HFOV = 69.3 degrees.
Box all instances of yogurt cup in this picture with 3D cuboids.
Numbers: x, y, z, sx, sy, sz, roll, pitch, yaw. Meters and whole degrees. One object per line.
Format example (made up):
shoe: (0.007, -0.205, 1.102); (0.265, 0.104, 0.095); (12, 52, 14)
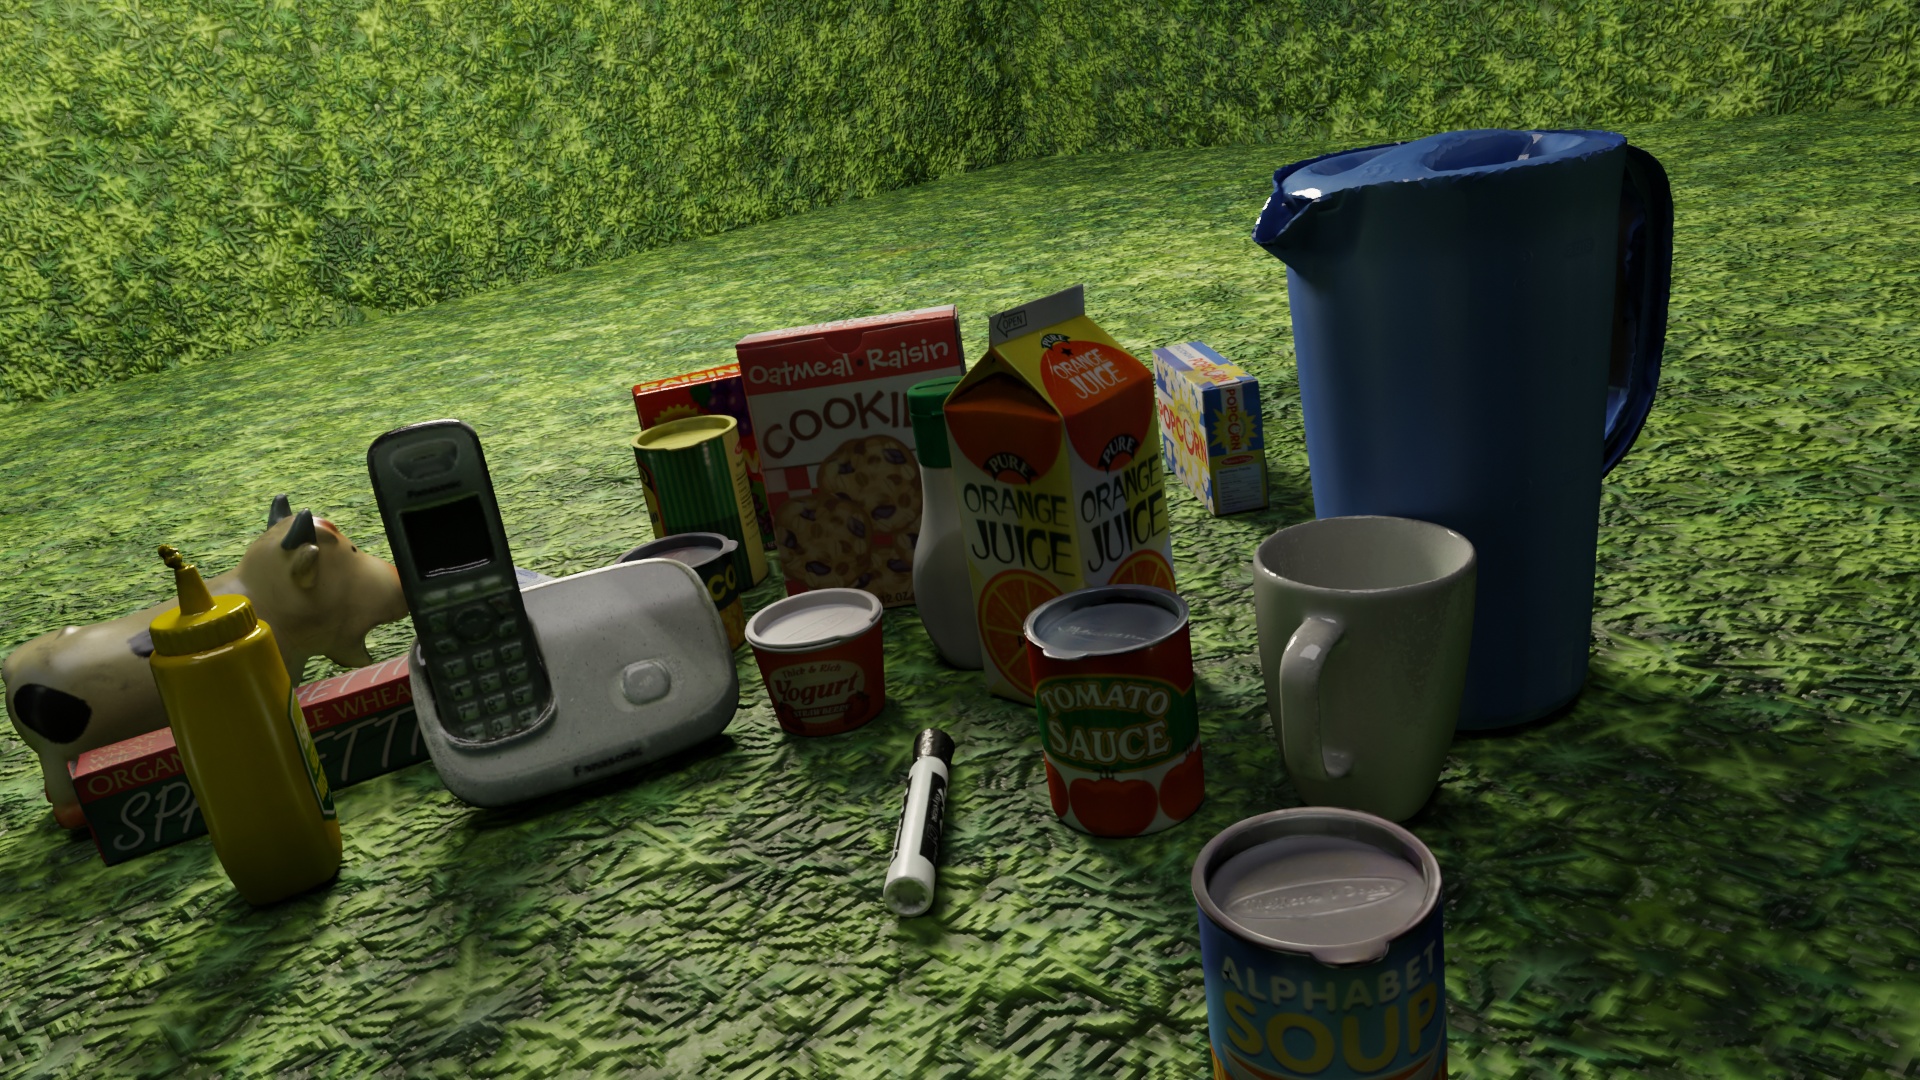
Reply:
yogurt cup: (-0.068, 0.061, 0.688); (0.072, 0.053, 0.072); (-8, 20, 3)

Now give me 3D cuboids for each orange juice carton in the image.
orange juice carton: (0.048, -0.020, 0.654); (0.073, 0.192, 0.072); (9, 27, 42)

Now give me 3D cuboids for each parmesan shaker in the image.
parmesan shaker: (-0.164, -0.019, 0.875); (0.071, 0.102, 0.071); (-8, 20, 3)

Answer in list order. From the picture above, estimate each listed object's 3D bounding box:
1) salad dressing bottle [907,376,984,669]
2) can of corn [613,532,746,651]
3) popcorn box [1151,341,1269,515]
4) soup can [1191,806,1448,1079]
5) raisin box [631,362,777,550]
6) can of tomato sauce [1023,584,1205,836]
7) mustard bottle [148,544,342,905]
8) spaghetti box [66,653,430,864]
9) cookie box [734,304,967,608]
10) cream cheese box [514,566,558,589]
salad dressing bottle: (0.003, -0.009, 0.710); (0.064, 0.147, 0.044); (-7, 20, 7)
can of corn: (-0.156, 0.034, 0.793); (0.071, 0.058, 0.071); (-8, 20, 3)
popcorn box: (0.163, -0.077, 0.916); (0.038, 0.085, 0.127); (-10, 20, -4)
soup can: (0.102, 0.129, 0.387); (0.071, 0.083, 0.071); (-8, 20, 3)
raisin box: (-0.164, -0.051, 0.930); (0.086, 0.123, 0.040); (-13, 20, -12)
can of tomato sauce: (0.063, 0.069, 0.566); (0.071, 0.082, 0.071); (-8, 20, 3)
mustard bottle: (-0.311, 0.076, 0.597); (0.049, 0.159, 0.065); (-17, 21, -22)
spaghetti box: (-0.306, 0.094, 0.706); (0.251, 0.050, 0.029); (-18, 22, -23)
cookie box: (-0.050, -0.043, 0.798); (0.123, 0.166, 0.040); (-8, 20, 3)
cream cheese box: (-0.252, 0.046, 0.808); (0.104, 0.053, 0.024); (11, 28, 43)
